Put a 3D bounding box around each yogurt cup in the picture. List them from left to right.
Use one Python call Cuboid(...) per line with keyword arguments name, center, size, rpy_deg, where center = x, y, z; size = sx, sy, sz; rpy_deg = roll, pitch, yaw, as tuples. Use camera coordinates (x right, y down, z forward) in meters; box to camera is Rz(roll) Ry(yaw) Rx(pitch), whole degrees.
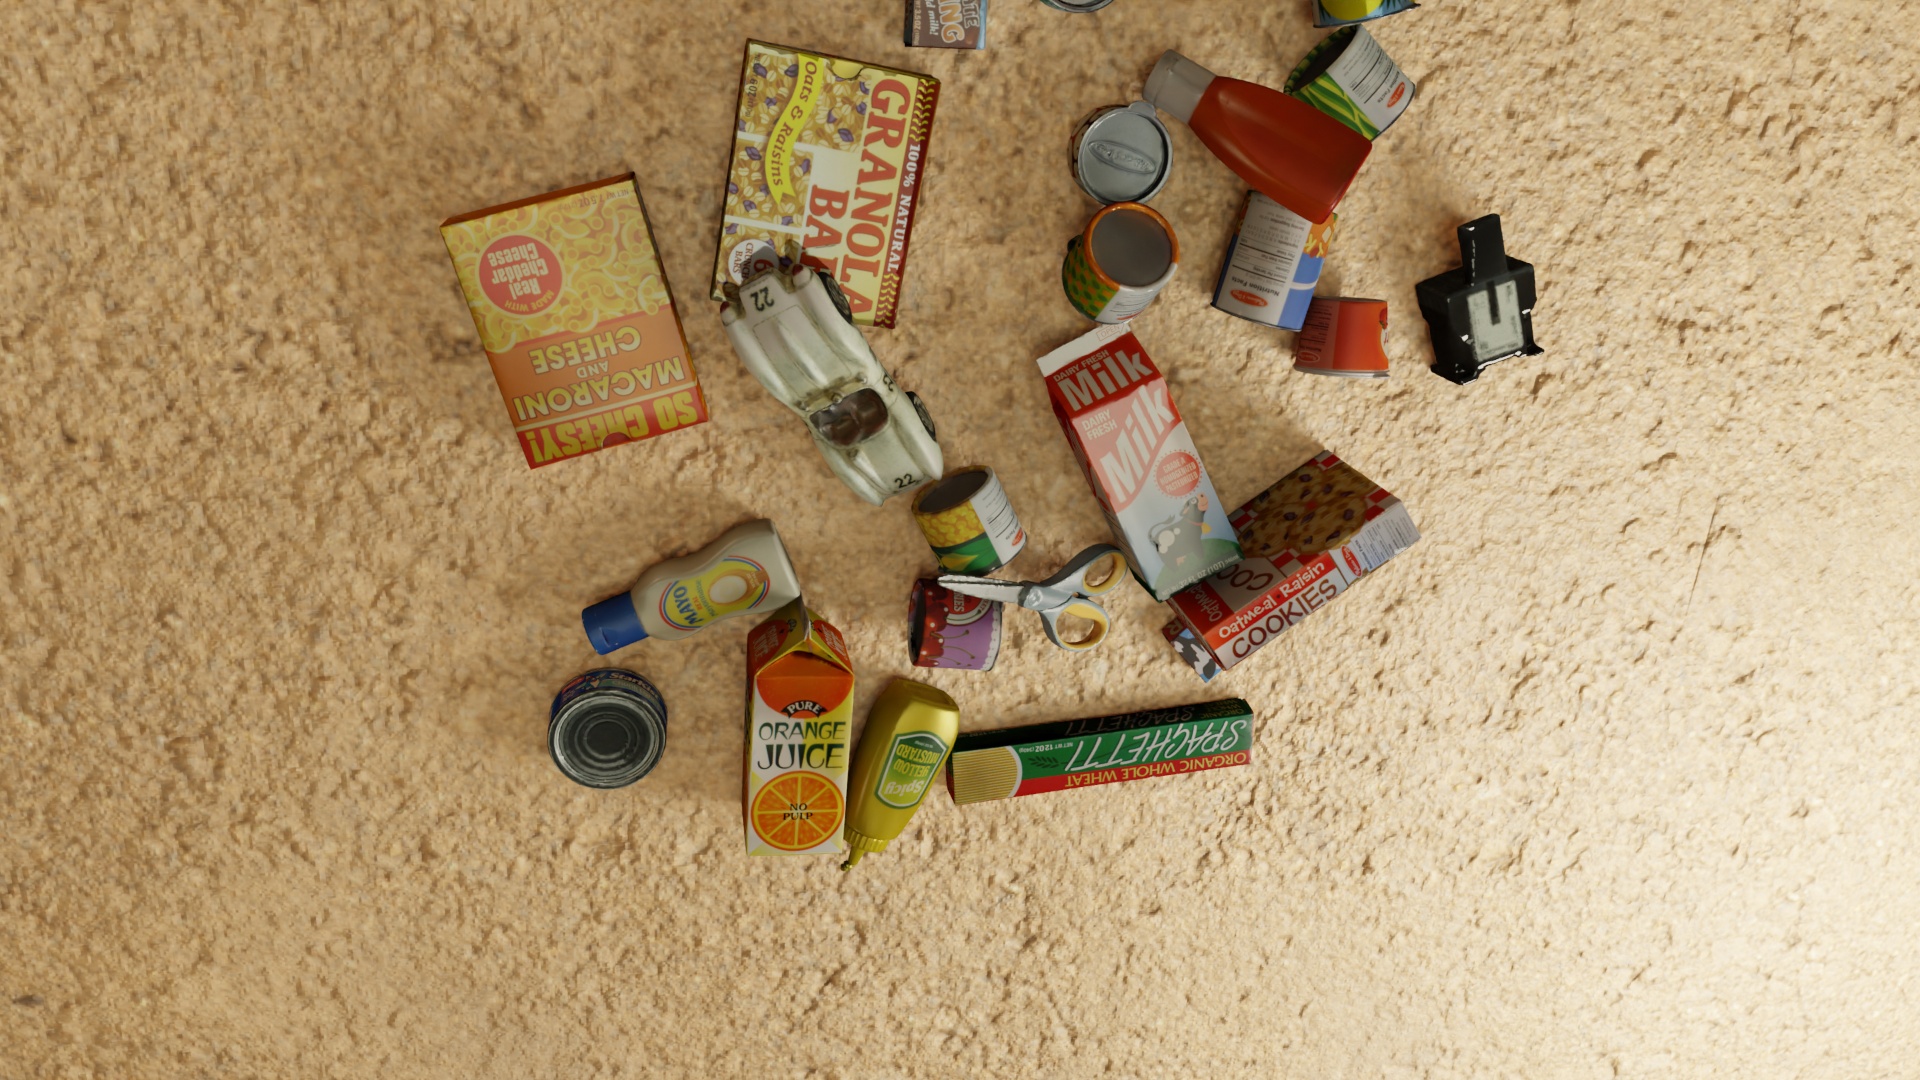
Cuboid(name="yogurt cup", center=(0.276, -0.147, 0.999), size=(0.072, 0.072, 0.053), rpy_deg=(0, 103, -12))

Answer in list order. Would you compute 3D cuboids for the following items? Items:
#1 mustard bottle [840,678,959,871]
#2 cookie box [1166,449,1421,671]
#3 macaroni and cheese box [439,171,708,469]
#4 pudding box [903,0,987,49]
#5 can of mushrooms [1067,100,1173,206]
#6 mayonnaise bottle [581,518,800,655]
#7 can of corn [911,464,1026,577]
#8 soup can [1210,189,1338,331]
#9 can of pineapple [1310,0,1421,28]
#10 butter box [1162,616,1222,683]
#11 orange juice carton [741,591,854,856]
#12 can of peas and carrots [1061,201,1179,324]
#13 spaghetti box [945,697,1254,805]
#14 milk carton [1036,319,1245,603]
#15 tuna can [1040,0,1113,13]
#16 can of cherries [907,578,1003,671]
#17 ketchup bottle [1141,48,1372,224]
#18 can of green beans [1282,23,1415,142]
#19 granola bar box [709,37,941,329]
Cuboid(name="mustard bottle", center=(-0.055, 0.186, 1.061), size=(0.065, 0.049, 0.160), rpy_deg=(18, 101, -29))
Cuboid(name="cookie box", center=(0.233, 0.012, 1.019), size=(0.167, 0.123, 0.040), rpy_deg=(-35, 113, 3))
Cuboid(name="macaroni and cheese box", center=(-0.247, -0.141, 0.904), size=(0.124, 0.040, 0.165), rpy_deg=(-16, 113, -4))
Cuboid(name="pudding box", center=(-0.008, -0.353, 0.876), size=(0.050, 0.030, 0.083), rpy_deg=(-1, 112, -12))
Cuboid(name="can of mushrooms", center=(0.108, -0.261, 0.935), size=(0.071, 0.033, 0.070), rpy_deg=(-4, 112, -9))
Cuboid(name="mayonnaise bottle", center=(-0.192, 0.038, 0.985), size=(0.148, 0.041, 0.064), rpy_deg=(-22, 116, -3))
Cuboid(name="can of corn", center=(0.004, -0.012, 0.994), size=(0.071, 0.071, 0.058), rpy_deg=(-27, 114, 0))
Cuboid(name="soup can", center=(0.219, -0.195, 0.968), size=(0.071, 0.071, 0.083), rpy_deg=(11, 108, -15))
Cuboid(name="can of pineapple", center=(0.262, -0.371, 0.904), size=(0.071, 0.071, 0.057), rpy_deg=(-17, 113, -5))
Cuboid(name="butter box", center=(0.214, 0.059, 1.087), size=(0.103, 0.024, 0.053), rpy_deg=(-41, 114, 6))
Cuboid(name="orange juice carton", center=(-0.120, 0.131, 1.020), size=(0.073, 0.072, 0.191), rpy_deg=(1, 111, -13))
Cuboid(name="can of peas and carrots", center=(0.106, -0.189, 0.936), size=(0.071, 0.058, 0.071), rpy_deg=(3, 77, -11))
Cuboid(name="spaghetti box", center=(0.113, 0.167, 1.106), size=(0.250, 0.029, 0.050), rpy_deg=(-6, 113, -9))
Cuboid(name="milk carton", center=(0.125, -0.060, 0.987), size=(0.072, 0.073, 0.190), rpy_deg=(-28, 104, 0))
Cuboid(name="tuna can", center=(0.072, -0.370, 0.884), size=(0.071, 0.033, 0.070), rpy_deg=(-4, 112, -10))
Cuboid(name="can of cherries", center=(-0.004, 0.059, 1.019), size=(0.058, 0.072, 0.071), rpy_deg=(5, 110, -12))
Cuboid(name="ketchup bottle", center=(0.191, -0.271, 0.912), size=(0.149, 0.043, 0.065), rpy_deg=(33, 78, 6))
Cuboid(name="can of green beans", center=(0.259, -0.302, 0.930), size=(0.058, 0.071, 0.071), rpy_deg=(40, 99, -18))
Cuboid(name="granola bar box", center=(-0.090, -0.229, 0.903), size=(0.124, 0.039, 0.165), rpy_deg=(7, 110, -15))
